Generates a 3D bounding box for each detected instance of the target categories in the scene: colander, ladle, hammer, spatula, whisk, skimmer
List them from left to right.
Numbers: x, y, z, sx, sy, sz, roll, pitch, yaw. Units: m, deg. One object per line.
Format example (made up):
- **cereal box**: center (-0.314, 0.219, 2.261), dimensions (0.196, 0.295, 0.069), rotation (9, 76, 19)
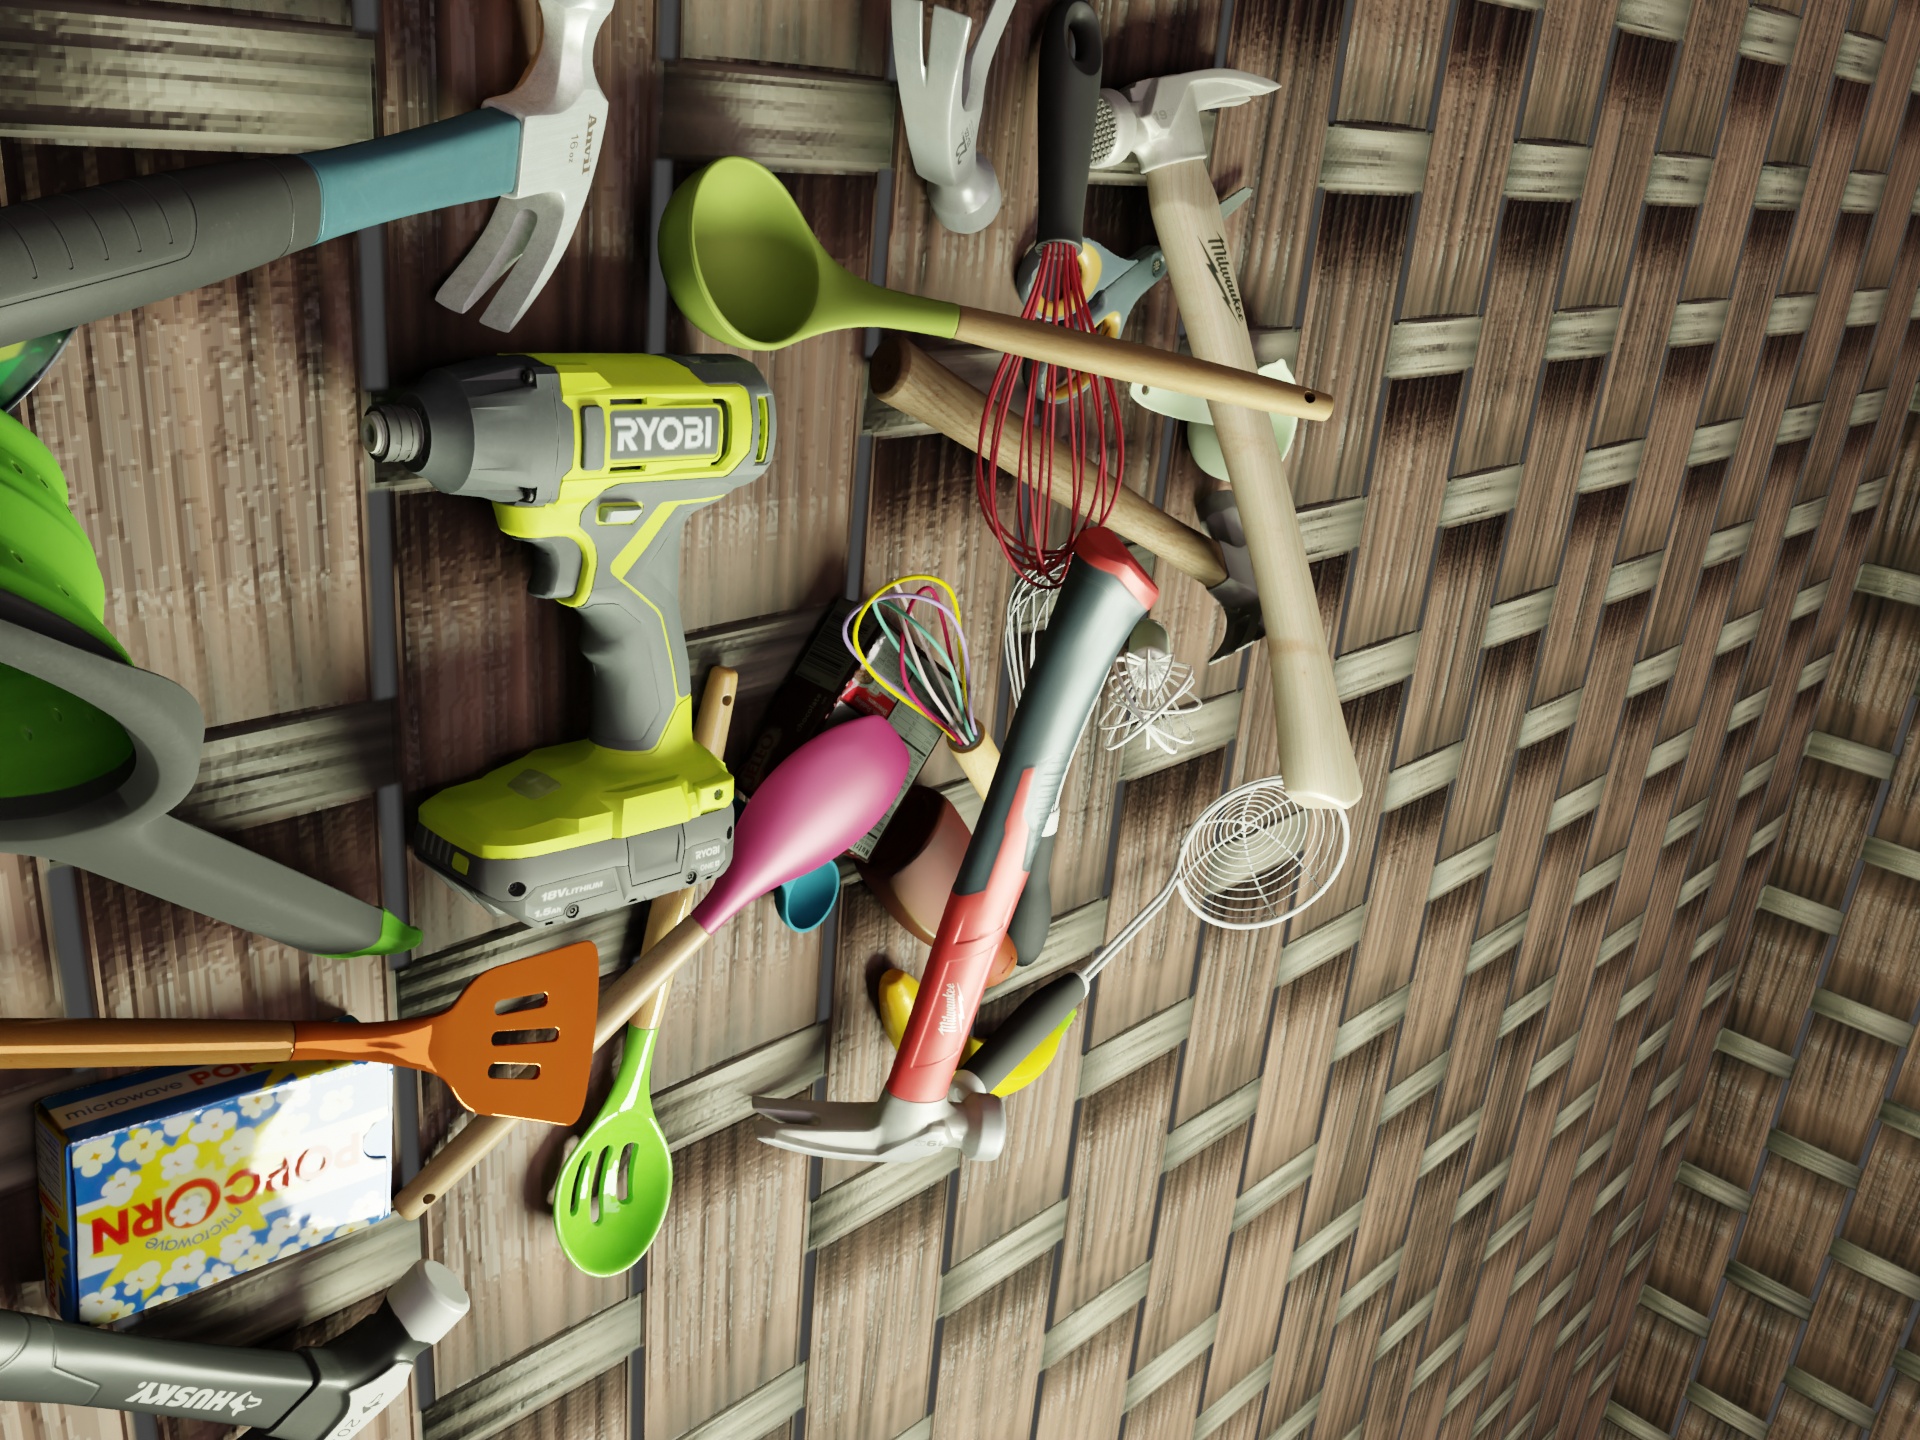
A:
- **colander**: center (-0.291, -0.009, 0.505), dimensions (0.396, 0.204, 0.095), rotation (54, 31, -63)
- **hammer**: center (-0.326, 0.235, 0.572), dimensions (0.146, 0.035, 0.334), rotation (-45, 148, -6)
- **spatula**: center (-0.280, 0.120, 0.598), dimensions (0.322, 0.041, 0.081), rotation (8, 84, -36)
- **hammer**: center (-0.208, -0.154, 0.475), dimensions (0.331, 0.033, 0.128), rotation (-50, 161, -54)
- **whisk**: center (0.001, -0.003, 0.810), dimensions (0.047, 0.051, 0.244), rotation (-60, 153, -17)
- **hammer**: center (0.001, 0.078, 0.806), dimensions (0.143, 0.038, 0.386), rotation (8, 120, -18)
- **ladle**: center (0.027, -0.174, 0.697), dimensions (0.320, 0.062, 0.078), rotation (9, 79, -16)
- **whisk**: center (0.050, 0.029, 0.942), dimensions (0.070, 0.070, 0.284), rotation (-22, 129, -41)
- **whisk**: center (0.047, -0.208, 0.767), dimensions (0.073, 0.073, 0.296), rotation (11, 80, -50)
- **hammer**: center (0.075, -0.122, 0.872), dimensions (0.331, 0.031, 0.130), rotation (22, 47, -44)
- **hammer**: center (0.065, -0.430, 0.712), dimensions (0.144, 0.035, 0.405), rotation (44, 68, -78)
- **whisk**: center (0.105, -0.027, 0.888), dimensions (0.059, 0.058, 0.246), rotation (-43, -176, 14)
- **skimmer**: center (0.133, 0.150, 1.037), dimensions (0.363, 0.090, 0.127), rotation (-35, 134, -42)
- **hammer**: center (0.168, -0.148, 0.885), dimensions (0.146, 0.038, 0.410), rotation (-26, 106, -38)

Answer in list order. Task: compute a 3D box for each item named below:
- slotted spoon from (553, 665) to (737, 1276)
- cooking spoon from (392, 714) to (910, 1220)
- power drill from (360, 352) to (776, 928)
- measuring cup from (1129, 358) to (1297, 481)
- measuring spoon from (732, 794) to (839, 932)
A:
- **slotted spoon**: center (-0.149, 0.125, 0.785), dimensions (0.070, 0.031, 0.313), rotation (4, 103, -46)
- **cooking spoon**: center (-0.142, 0.116, 0.756), dimensions (0.319, 0.017, 0.068), rotation (-44, 130, -11)
- **power drill**: center (-0.160, -0.038, 0.655), dimensions (0.171, 0.080, 0.223), rotation (-13, 114, -45)
- **measuring cup**: center (0.141, -0.186, 0.946), dimensions (0.167, 0.038, 0.083), rotation (3, 106, -47)
- **measuring spoon**: center (-0.101, 0.067, 0.807), dimensions (0.042, 0.021, 0.128), rotation (-59, 144, -18)
